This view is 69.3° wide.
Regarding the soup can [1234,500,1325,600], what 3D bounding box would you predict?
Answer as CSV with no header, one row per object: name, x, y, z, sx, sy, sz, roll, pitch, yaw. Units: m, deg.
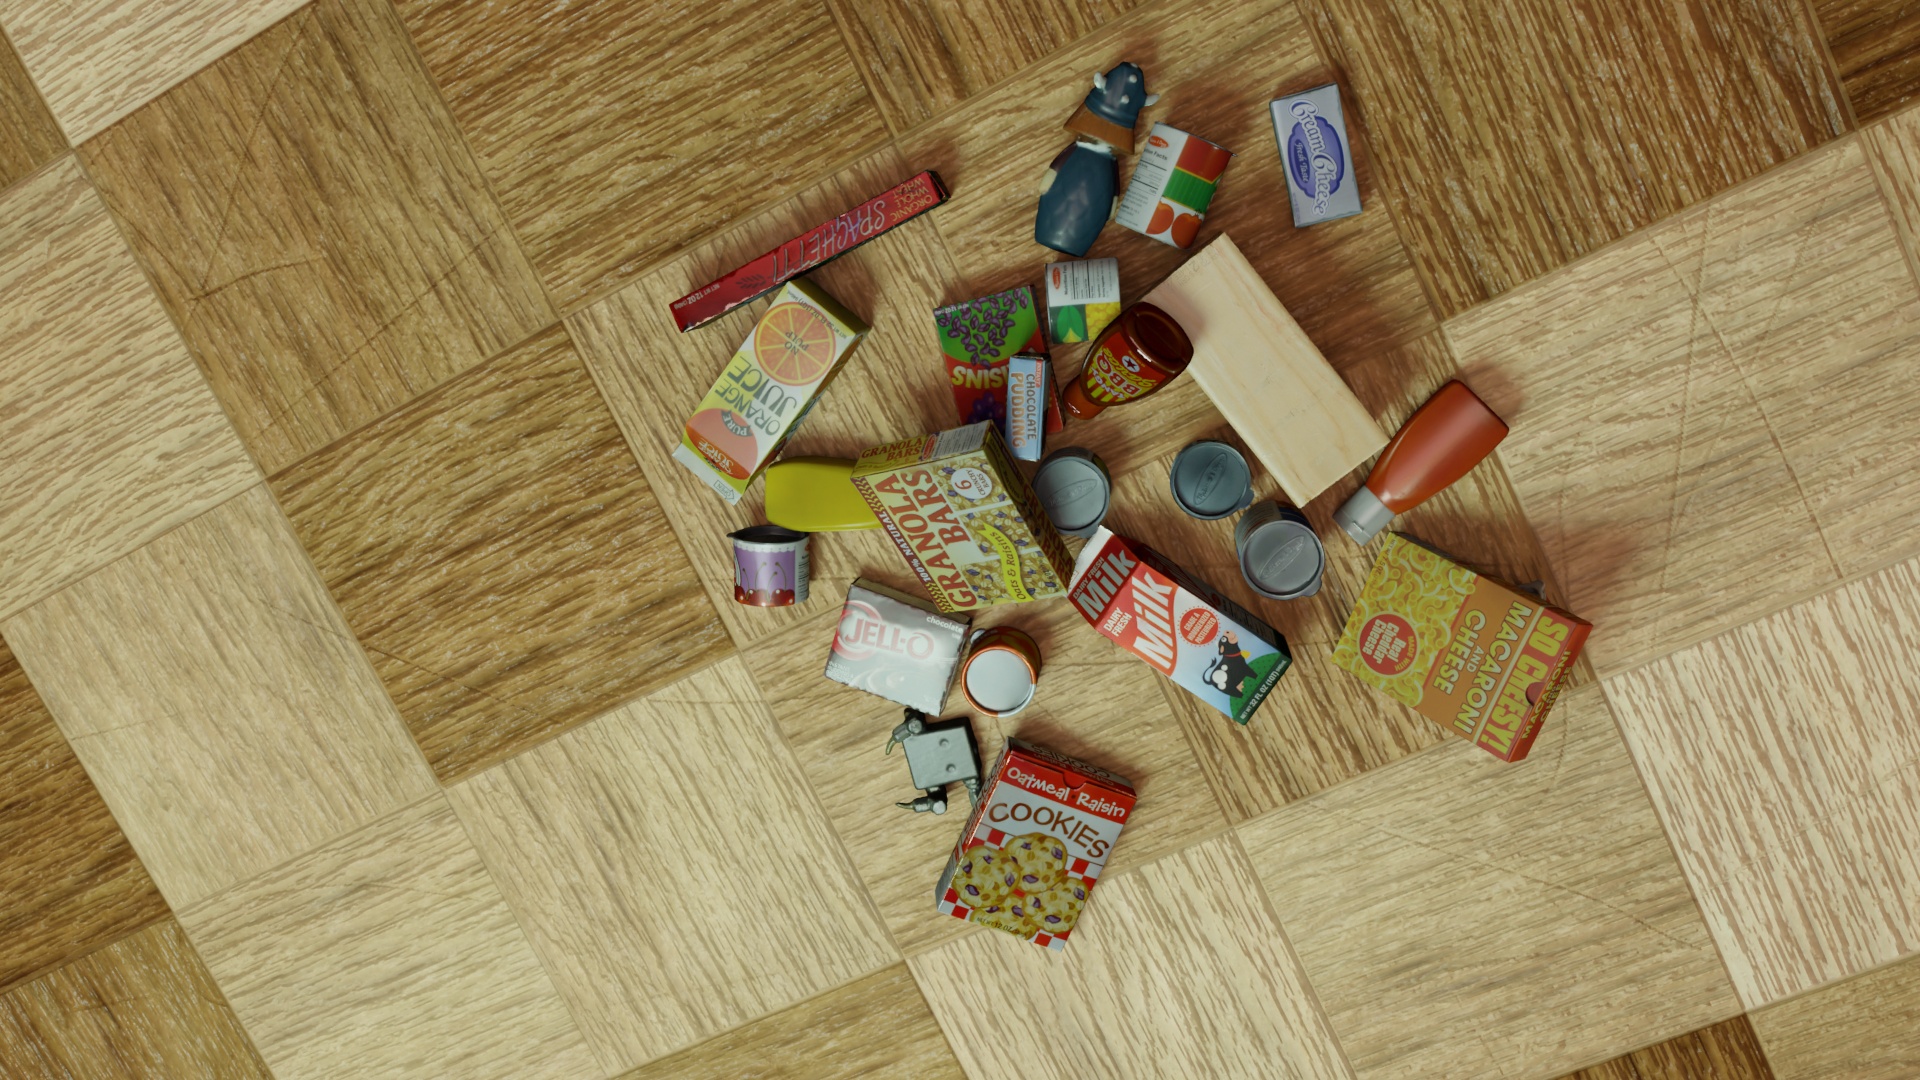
soup can,0.262,0.009,1.140,0.071,0.084,0.071,2,103,7

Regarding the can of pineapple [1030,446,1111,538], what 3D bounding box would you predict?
can of pineapple,0.093,-0.041,1.164,0.071,0.058,0.070,2,103,7

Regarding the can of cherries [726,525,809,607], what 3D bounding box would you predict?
can of cherries,-0.167,0.022,1.207,0.071,0.072,0.058,3,104,7

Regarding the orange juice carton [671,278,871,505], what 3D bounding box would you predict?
orange juice carton,-0.164,-0.124,1.172,0.072,0.073,0.192,38,104,-2

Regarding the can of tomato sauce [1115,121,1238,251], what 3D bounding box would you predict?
can of tomato sauce,0.170,-0.279,1.100,0.071,0.071,0.083,23,105,2

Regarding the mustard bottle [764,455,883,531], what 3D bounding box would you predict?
mustard bottle,-0.086,-0.038,1.193,0.160,0.049,0.065,4,103,5

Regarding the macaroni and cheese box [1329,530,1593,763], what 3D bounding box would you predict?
macaroni and cheese box,0.397,0.083,1.115,0.167,0.040,0.123,32,108,38

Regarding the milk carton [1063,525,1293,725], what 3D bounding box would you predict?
milk carton,0.177,0.066,1.169,0.190,0.073,0.072,34,105,0

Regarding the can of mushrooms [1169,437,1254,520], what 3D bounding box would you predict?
can of mushrooms,0.210,-0.051,1.160,0.071,0.033,0.071,1,102,7

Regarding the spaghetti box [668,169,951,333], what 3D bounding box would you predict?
spaghetti box,-0.125,-0.240,1.154,0.250,0.050,0.028,-25,99,11

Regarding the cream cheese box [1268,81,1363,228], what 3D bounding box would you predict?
cream cheese box,0.281,-0.304,1.101,0.053,0.024,0.103,-13,100,9

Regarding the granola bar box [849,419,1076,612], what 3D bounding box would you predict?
granola bar box,0.004,-0.014,1.133,0.124,0.039,0.165,-10,130,29

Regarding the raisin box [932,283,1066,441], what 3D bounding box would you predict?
raisin box,0.033,-0.144,1.160,0.086,0.040,0.123,-13,99,9

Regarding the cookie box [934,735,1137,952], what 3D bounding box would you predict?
cookie box,0.066,0.270,1.232,0.123,0.040,0.167,21,104,-10

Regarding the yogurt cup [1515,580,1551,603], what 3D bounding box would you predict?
yogurt cup,0.464,0.077,1.140,0.072,0.072,0.054,-42,102,14

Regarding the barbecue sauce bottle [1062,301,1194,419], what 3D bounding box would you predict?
barbecue sauce bottle,0.125,-0.135,1.099,0.065,0.148,0.044,43,68,-4

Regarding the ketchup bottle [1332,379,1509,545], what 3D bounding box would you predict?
ketchup bottle,0.370,-0.059,1.132,0.065,0.043,0.148,45,104,2

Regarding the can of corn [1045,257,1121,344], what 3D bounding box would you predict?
can of corn,0.101,-0.193,1.128,0.058,0.071,0.071,-4,102,7

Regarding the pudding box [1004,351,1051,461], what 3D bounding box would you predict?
pudding box,0.054,-0.108,1.118,0.030,0.050,0.083,5,102,8

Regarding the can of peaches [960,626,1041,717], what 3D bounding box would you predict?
can of peaches,0.034,0.112,1.205,0.071,0.058,0.071,2,103,7
